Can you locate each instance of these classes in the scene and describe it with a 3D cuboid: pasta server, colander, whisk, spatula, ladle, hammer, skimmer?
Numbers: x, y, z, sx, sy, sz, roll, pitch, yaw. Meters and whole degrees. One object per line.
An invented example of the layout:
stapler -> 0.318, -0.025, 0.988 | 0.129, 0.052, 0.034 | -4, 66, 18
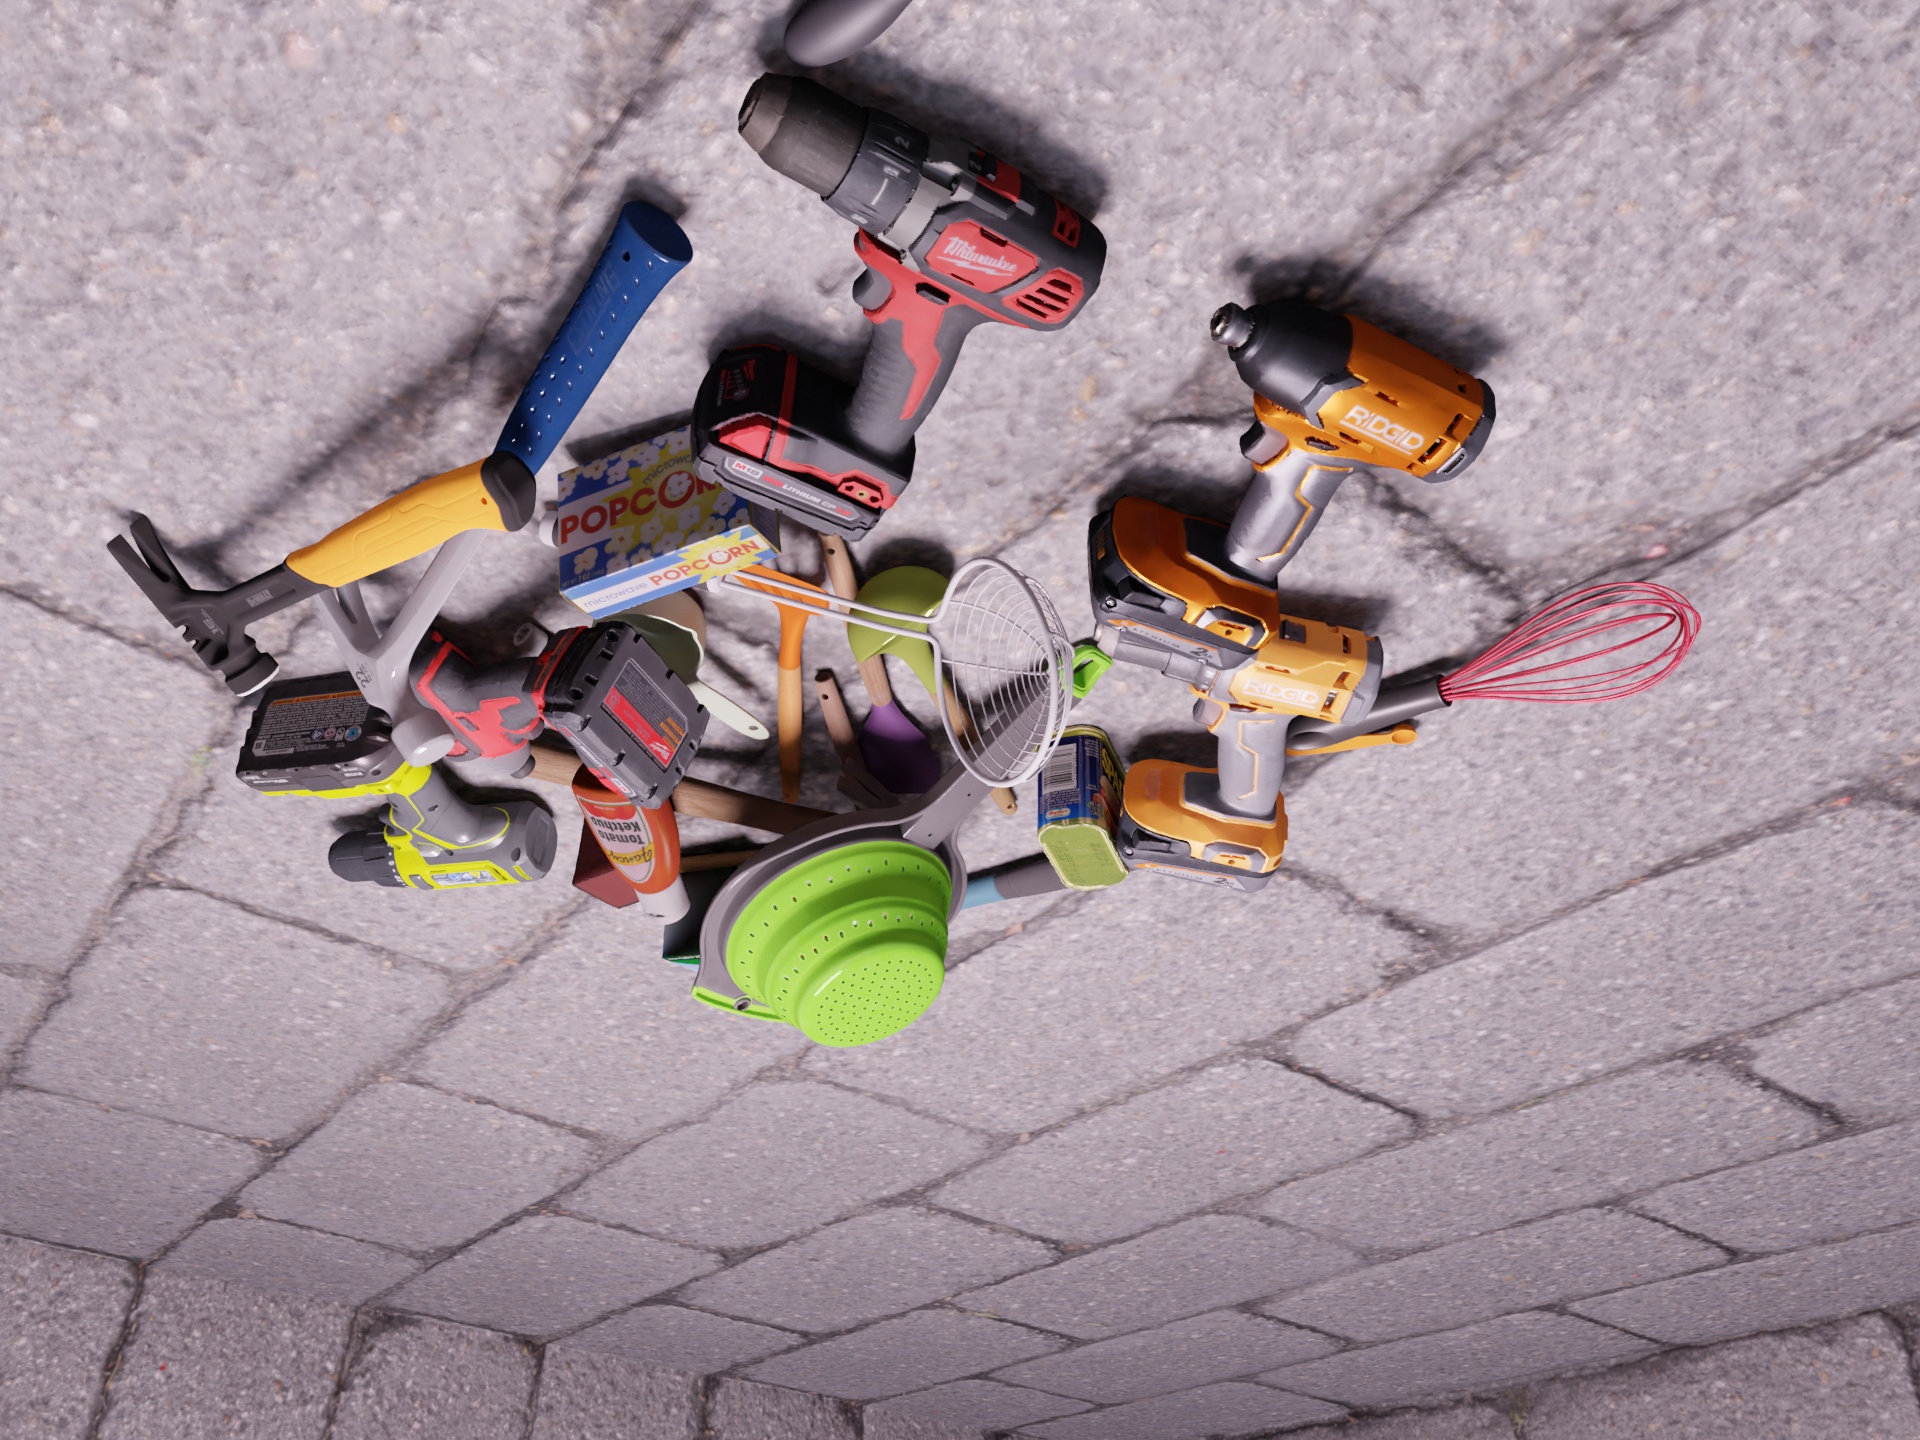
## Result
pasta server -> -0.069, 0.084, 1.222 | 0.060, 0.040, 0.315 | -1, 136, 14
colander -> -0.023, 0.111, 1.121 | 0.397, 0.095, 0.204 | -46, 137, 17
whisk -> 0.034, -0.338, 0.638 | 0.284, 0.070, 0.070 | -18, 141, 35
spatula -> -0.124, -0.021, 1.111 | 0.081, 0.041, 0.322 | 21, 148, 8
ladle -> -0.002, -0.004, 1.116 | 0.078, 0.062, 0.319 | -38, 144, -5
hammer -> -0.374, -0.102, 0.940 | 0.337, 0.034, 0.127 | -14, 121, 35
spatula -> -0.062, -0.030, 1.113 | 0.060, 0.018, 0.315 | -1, 146, 9
whisk -> 0.342, -0.025, 1.063 | 0.296, 0.073, 0.073 | -19, 140, 38
hammer -> -0.196, 0.057, 1.190 | 0.331, 0.031, 0.130 | 14, 135, 1
ladle -> -0.155, 0.116, 1.323 | 0.315, 0.031, 0.069 | -6, 140, 16
hammer -> -0.271, -0.138, 0.916 | 0.405, 0.144, 0.035 | -44, 168, 37
skimmer -> -0.101, -0.062, 0.916 | 0.363, 0.090, 0.127 | 16, 116, 16
hammer -> 0.047, 0.137, 1.333 | 0.331, 0.033, 0.128 | -17, 142, 26

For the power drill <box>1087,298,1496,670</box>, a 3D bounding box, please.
power drill -> 0.163, -0.136, 0.895 | 0.164, 0.084, 0.226 | 20, 137, -22

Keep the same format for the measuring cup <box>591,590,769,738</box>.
measuring cup -> -0.183, -0.040, 1.092 | 0.083, 0.038, 0.167 | -18, 142, 27

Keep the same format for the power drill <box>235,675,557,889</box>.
power drill -> -0.445, 0.063, 1.224 | 0.190, 0.080, 0.228 | -5, 147, 14

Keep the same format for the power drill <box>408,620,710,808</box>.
power drill -> -0.285, -0.003, 1.074 | 0.220, 0.079, 0.143 | 3, 144, 35

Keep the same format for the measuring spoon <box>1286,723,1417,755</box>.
measuring spoon -> 0.273, 0.013, 1.162 | 0.117, 0.011, 0.021 | -6, 145, 19

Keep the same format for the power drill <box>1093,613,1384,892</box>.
power drill -> 0.165, 0.011, 1.091 | 0.185, 0.084, 0.226 | 12, 136, -1

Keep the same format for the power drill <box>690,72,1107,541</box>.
power drill -> -0.060, -0.208, 0.810 | 0.187, 0.080, 0.226 | 22, 138, -25
